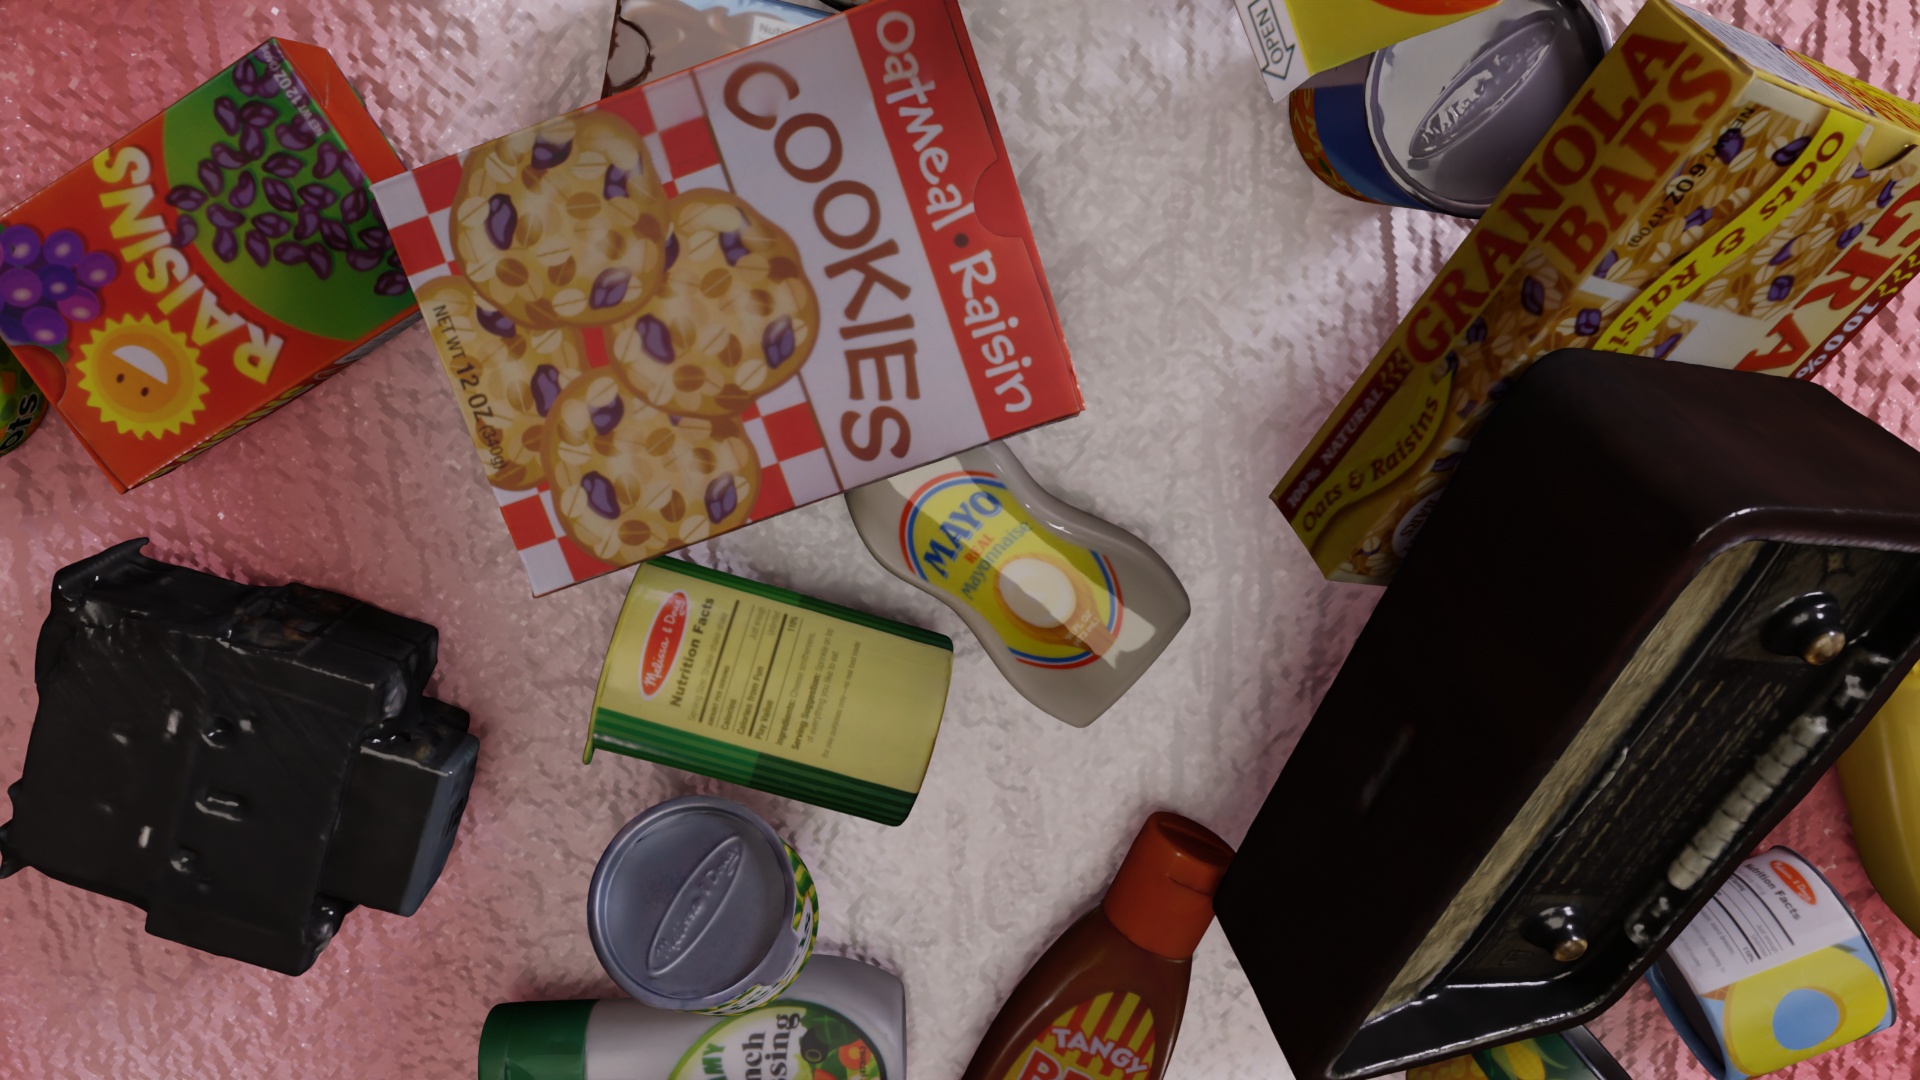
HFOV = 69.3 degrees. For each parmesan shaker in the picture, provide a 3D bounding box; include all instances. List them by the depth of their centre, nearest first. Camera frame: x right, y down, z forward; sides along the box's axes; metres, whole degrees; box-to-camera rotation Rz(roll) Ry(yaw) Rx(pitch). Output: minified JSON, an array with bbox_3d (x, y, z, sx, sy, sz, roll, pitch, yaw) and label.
[{"bbox_3d":[-0.061,0.051,0.451,0.103,0.071,0.071,17,104,-6],"label":"parmesan shaker"}]

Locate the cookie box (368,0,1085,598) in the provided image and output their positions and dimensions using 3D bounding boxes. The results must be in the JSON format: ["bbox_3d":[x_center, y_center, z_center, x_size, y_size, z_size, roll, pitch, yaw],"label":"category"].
[{"bbox_3d":[-0.062,-0.069,0.395,0.167,0.040,0.122,-18,99,5],"label":"cookie box"}]

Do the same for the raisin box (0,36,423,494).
[{"bbox_3d":[-0.226,-0.082,0.426,0.123,0.040,0.086,-29,105,7],"label":"raisin box"}]

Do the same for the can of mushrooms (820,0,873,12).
[{"bbox_3d":[-0.023,-0.189,0.406,0.071,0.033,0.071,0,104,-1],"label":"can of mushrooms"}]

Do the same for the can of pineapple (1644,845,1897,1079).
[{"bbox_3d":[0.278,0.150,0.487,0.058,0.071,0.071,-24,104,6],"label":"can of pineapple"}]

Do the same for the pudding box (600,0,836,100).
[{"bbox_3d":[-0.062,-0.139,0.420,0.084,0.030,0.049,12,106,-4],"label":"pudding box"}]

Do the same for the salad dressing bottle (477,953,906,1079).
[{"bbox_3d":[-0.094,0.182,0.497,0.148,0.044,0.064,-2,102,-1],"label":"salad dressing bottle"}]

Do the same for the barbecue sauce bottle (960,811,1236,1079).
[{"bbox_3d":[0.050,0.168,0.497,0.065,0.044,0.148,24,103,-6],"label":"barbecue sauce bottle"}]

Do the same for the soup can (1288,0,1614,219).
[{"bbox_3d":[0.138,-0.126,0.400,0.071,0.084,0.071,0,106,-1],"label":"soup can"}]

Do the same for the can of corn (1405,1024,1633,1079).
[{"bbox_3d":[0.204,0.201,0.496,0.071,0.071,0.058,42,101,-11],"label":"can of corn"}]

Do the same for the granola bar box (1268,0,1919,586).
[{"bbox_3d":[0.183,-0.053,0.387,0.124,0.039,0.164,4,134,-32],"label":"granola bar box"}]

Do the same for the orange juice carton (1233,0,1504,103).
[{"bbox_3d":[0.126,-0.194,0.341,0.193,0.073,0.071,-45,128,-15],"label":"orange juice carton"}]

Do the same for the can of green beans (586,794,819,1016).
[{"bbox_3d":[-0.083,0.123,0.461,0.071,0.057,0.071,-1,69,3],"label":"can of green beans"}]

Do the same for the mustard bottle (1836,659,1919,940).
[{"bbox_3d":[0.334,0.067,0.475,0.065,0.049,0.160,-26,104,4],"label":"mustard bottle"}]

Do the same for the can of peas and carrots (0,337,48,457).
[{"bbox_3d":[-0.325,-0.047,0.423,0.071,0.059,0.070,0,106,-1],"label":"can of peas and carrots"}]

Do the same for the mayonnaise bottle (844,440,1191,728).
[{"bbox_3d":[0.002,-0.006,0.451,0.148,0.041,0.064,39,101,-10],"label":"mayonnaise bottle"}]
